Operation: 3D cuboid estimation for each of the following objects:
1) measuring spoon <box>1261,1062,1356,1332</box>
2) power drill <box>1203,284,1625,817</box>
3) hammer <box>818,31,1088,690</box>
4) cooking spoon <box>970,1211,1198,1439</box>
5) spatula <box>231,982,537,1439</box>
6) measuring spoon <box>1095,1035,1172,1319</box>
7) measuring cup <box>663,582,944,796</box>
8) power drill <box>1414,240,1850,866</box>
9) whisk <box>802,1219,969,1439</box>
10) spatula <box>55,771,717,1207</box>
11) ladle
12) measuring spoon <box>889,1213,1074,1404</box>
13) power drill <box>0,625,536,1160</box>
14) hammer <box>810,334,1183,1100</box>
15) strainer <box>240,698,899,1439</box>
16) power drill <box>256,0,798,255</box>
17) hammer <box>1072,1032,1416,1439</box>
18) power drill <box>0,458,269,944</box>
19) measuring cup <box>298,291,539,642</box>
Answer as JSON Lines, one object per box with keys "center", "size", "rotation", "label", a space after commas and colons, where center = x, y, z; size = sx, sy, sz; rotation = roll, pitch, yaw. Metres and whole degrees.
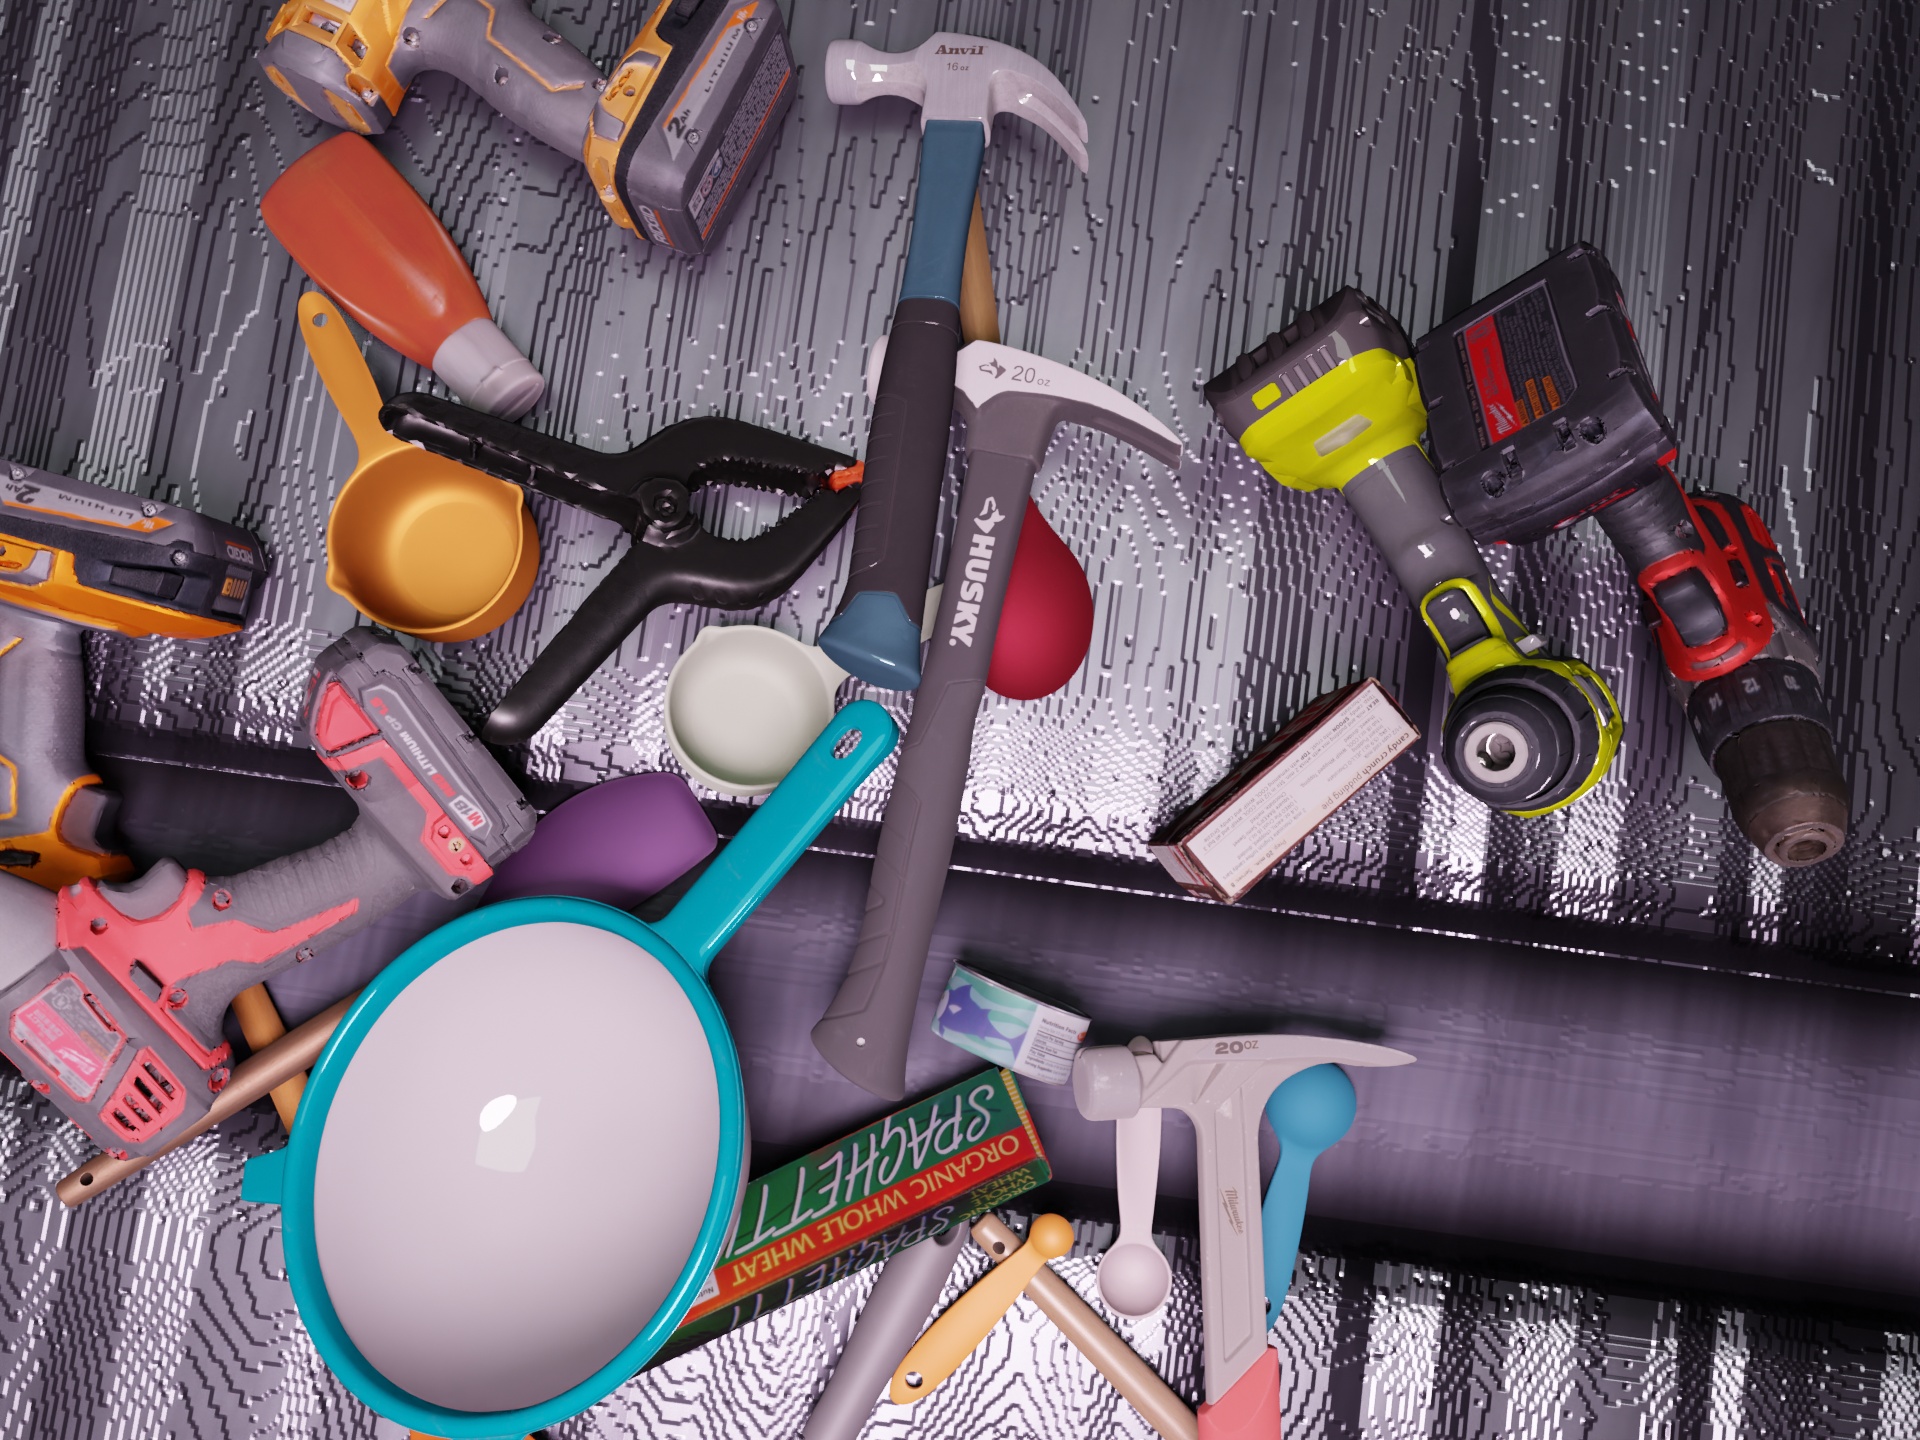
{"center": [0.150, 0.216, 0.718], "size": [0.042, 0.021, 0.129], "rotation": [15, 82, 1], "label": "measuring spoon"}
{"center": [0.197, -0.063, 0.672], "size": [0.080, 0.190, 0.228], "rotation": [-33, 78, 24], "label": "power drill"}
{"center": [-0.017, -0.168, 0.696], "size": [0.128, 0.033, 0.331], "rotation": [4, 68, 8], "label": "hammer"}
{"center": [0.121, 0.338, 0.707], "size": [0.319, 0.017, 0.068], "rotation": [45, 101, 4], "label": "cooking spoon"}
{"center": [-0.263, 0.237, 0.713], "size": [0.081, 0.041, 0.323], "rotation": [-28, 81, -4], "label": "spatula"}
{"center": [0.079, 0.207, 0.726], "size": [0.034, 0.018, 0.124], "rotation": [5, 77, -4], "label": "measuring spoon"}
{"center": [-0.061, -0.023, 0.742], "size": [0.167, 0.038, 0.083], "rotation": [-29, 85, -20], "label": "measuring cup"}
{"center": [0.283, -0.060, 0.643], "size": [0.226, 0.080, 0.188], "rotation": [37, 40, -32], "label": "power drill"}
{"center": [-0.062, 0.314, 0.697], "size": [0.055, 0.055, 0.239], "rotation": [30, 80, 3], "label": "whisk"}
{"center": [-0.255, 0.119, 0.713], "size": [0.316, 0.018, 0.060], "rotation": [-33, 82, -12], "label": "spatula"}
{"center": [0.014, -0.166, 0.758], "size": [0.069, 0.031, 0.315], "rotation": [-6, 82, -13], "label": "ladle"}
{"center": [0.008, 0.264, 0.705], "size": [0.021, 0.011, 0.117], "rotation": [43, 98, 6], "label": "measuring spoon"}
{"center": [-0.303, 0.063, 0.663], "size": [0.220, 0.079, 0.143], "rotation": [-40, 112, -16], "label": "power drill"}
{"center": [-0.001, -0.002, 0.700], "size": [0.146, 0.035, 0.335], "rotation": [12, 82, 8], "label": "hammer"}
{"center": [-0.129, 0.138, 0.679], "size": [0.211, 0.095, 0.340], "rotation": [36, 83, 29], "label": "strainer"}
{"center": [-0.192, -0.339, 0.751], "size": [0.226, 0.084, 0.185], "rotation": [24, 83, 6], "label": "power drill"}
{"center": [0.126, 0.314, 0.665], "size": [0.149, 0.036, 0.359], "rotation": [1, 81, -11], "label": "hammer"}
{"center": [-0.390, 0.012, 0.709], "size": [0.164, 0.084, 0.226], "rotation": [15, 88, 0], "label": "power drill"}
{"center": [-0.258, -0.116, 0.737], "size": [0.095, 0.052, 0.174], "rotation": [-27, 83, -3], "label": "measuring cup"}
